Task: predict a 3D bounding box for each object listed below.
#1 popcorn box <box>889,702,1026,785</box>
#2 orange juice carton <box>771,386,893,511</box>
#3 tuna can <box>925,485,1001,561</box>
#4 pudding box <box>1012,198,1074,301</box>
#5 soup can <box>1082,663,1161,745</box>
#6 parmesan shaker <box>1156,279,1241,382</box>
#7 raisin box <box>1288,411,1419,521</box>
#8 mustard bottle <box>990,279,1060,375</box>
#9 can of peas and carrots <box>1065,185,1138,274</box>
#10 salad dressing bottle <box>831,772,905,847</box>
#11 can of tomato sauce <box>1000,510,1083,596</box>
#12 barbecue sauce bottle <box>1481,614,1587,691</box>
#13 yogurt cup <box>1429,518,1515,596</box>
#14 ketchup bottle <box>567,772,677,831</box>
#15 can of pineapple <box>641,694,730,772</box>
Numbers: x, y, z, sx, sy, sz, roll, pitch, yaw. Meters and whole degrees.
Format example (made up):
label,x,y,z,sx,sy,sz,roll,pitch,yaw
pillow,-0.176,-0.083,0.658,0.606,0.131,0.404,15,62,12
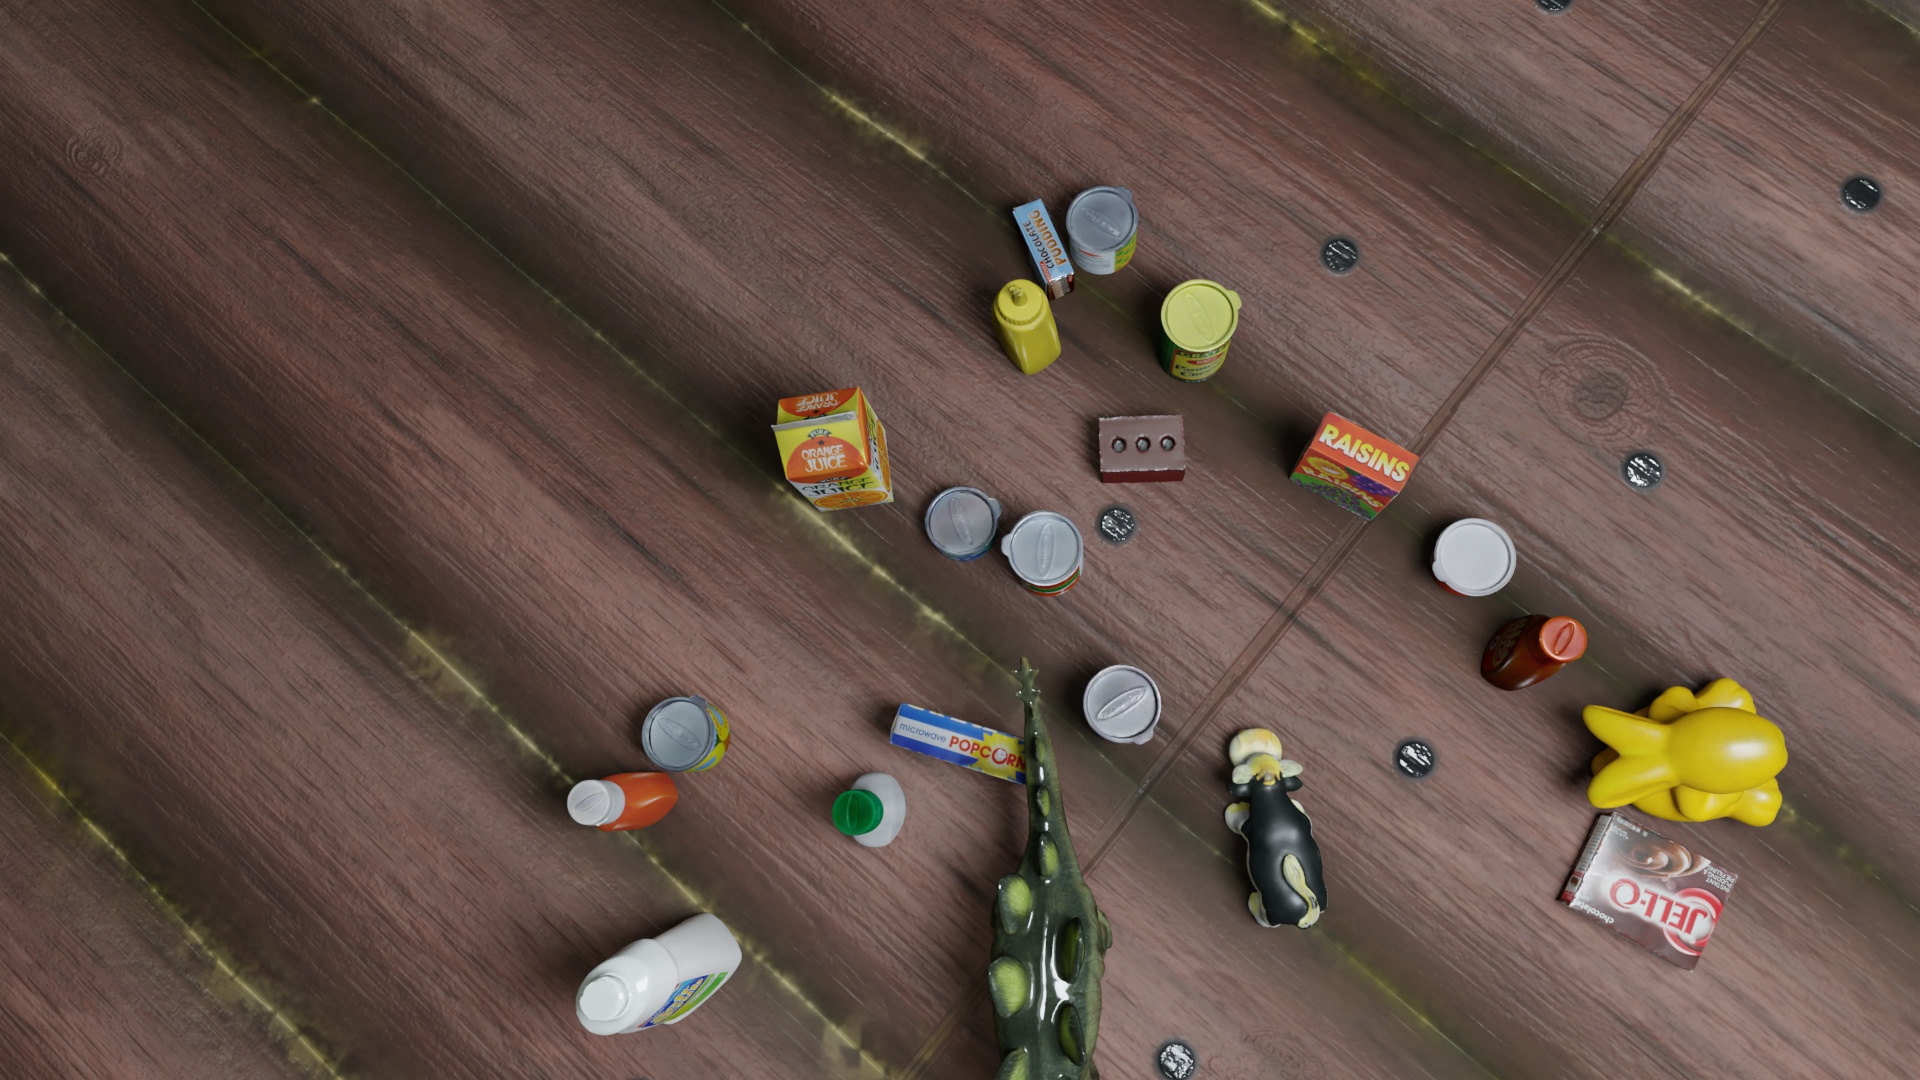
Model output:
label,x,y,z,sx,sy,sz,roll,pitch,yaw
popcorn box,0.007,0.178,1.215,0.127,0.085,0.038,16,82,8
orange juice carton,-0.111,-0.082,1.221,0.072,0.192,0.073,-8,79,4
tuna can,0.005,-0.016,1.279,0.071,0.033,0.071,-1,79,5
pudding box,0.079,-0.274,1.312,0.030,0.049,0.084,-23,78,1
soup can,0.141,0.147,1.209,0.071,0.083,0.071,-1,80,5
parmesan shaker,0.215,-0.188,1.255,0.071,0.103,0.071,-1,80,5
raisin box,0.340,-0.063,1.209,0.086,0.123,0.040,29,84,10
mustard bottle,0.057,-0.197,1.243,0.049,0.160,0.065,-34,78,-1
can of peas and carrots,0.134,-0.293,1.305,0.071,0.058,0.071,-1,80,5
salad dressing bottle,-0.078,0.230,1.182,0.044,0.147,0.064,0,80,6
can of tomato sauce,0.075,0.014,1.241,0.071,0.083,0.071,-1,80,5
barbecue sauce bottle,0.478,0.090,1.154,0.044,0.148,0.065,30,84,10
yogurt cup,0.445,0.018,1.219,0.072,0.054,0.072,-1,80,5
ketchup bottle,-0.295,0.227,1.203,0.065,0.148,0.043,-32,78,0
can of pineapple,-0.245,0.175,1.254,0.071,0.058,0.071,-1,80,5
